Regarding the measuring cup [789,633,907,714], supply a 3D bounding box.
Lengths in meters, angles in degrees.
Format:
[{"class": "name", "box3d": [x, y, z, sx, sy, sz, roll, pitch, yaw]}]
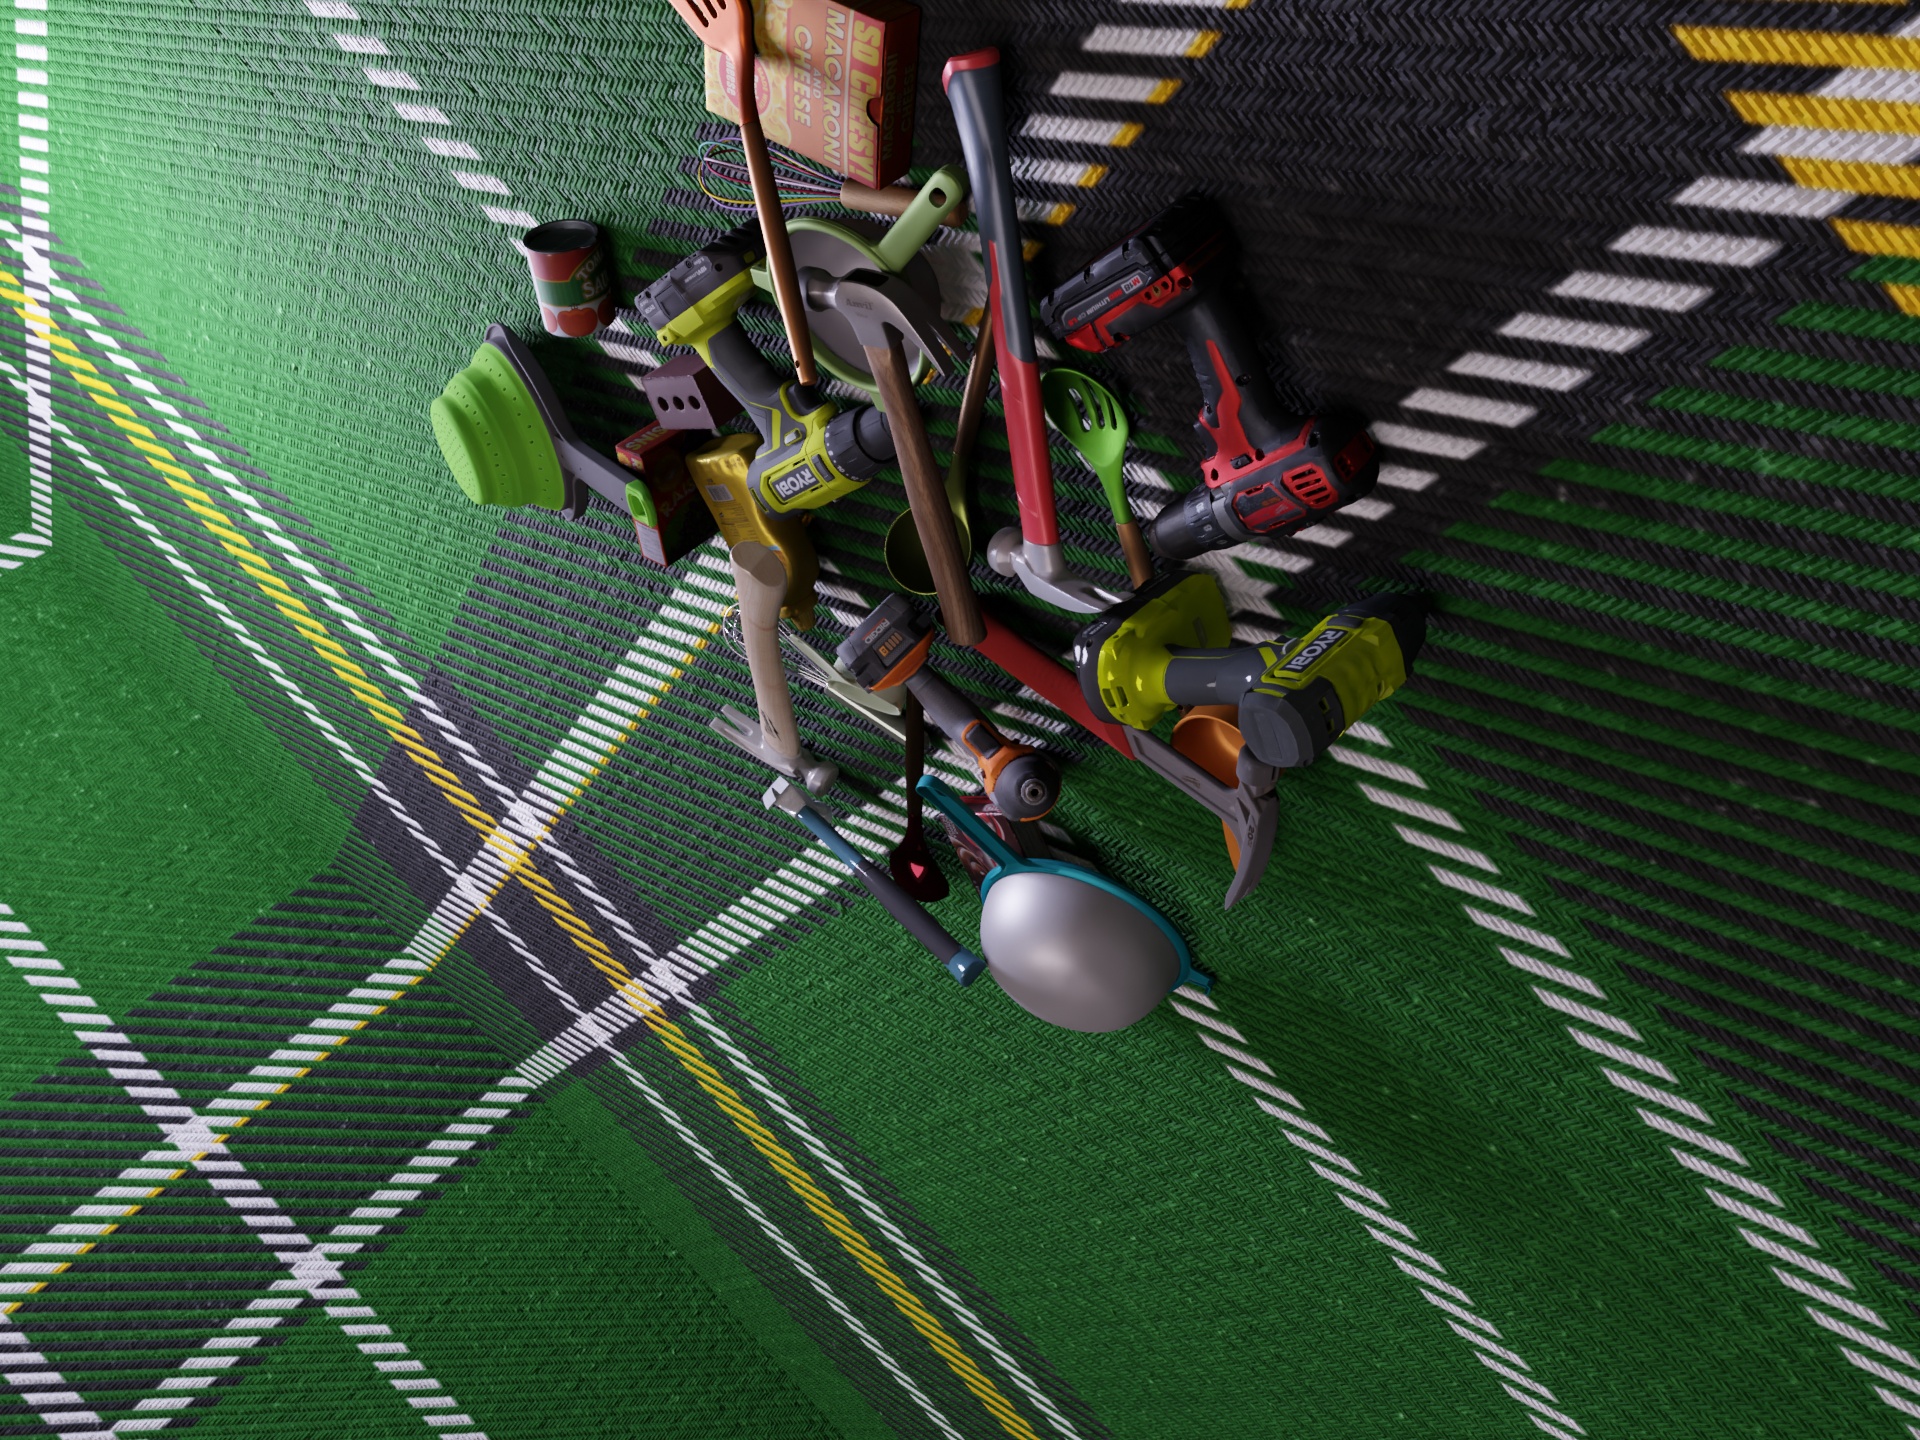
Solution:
[{"class": "measuring cup", "box3d": [-0.103, -0.055, 1.451, 0.083, 0.038, 0.167, 17, 166, 33]}]

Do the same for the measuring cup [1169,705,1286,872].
[{"class": "measuring cup", "box3d": [0.225, 0.053, 1.263, 0.095, 0.052, 0.173, 12, 134, 39]}]

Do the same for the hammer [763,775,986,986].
[{"class": "hammer", "box3d": [-0.086, 0.154, 1.561, 0.331, 0.033, 0.128, 39, 179, 38]}]

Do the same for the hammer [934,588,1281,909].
[{"class": "hammer", "box3d": [0.108, 0.000, 1.278, 0.359, 0.036, 0.149, 37, 140, 35]}]

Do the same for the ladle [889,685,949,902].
[{"class": "ladle", "box3d": [-0.042, 0.068, 1.535, 0.069, 0.031, 0.315, 19, 133, 21]}]

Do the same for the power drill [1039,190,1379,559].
[{"class": "power drill", "box3d": [0.152, -0.213, 1.067, 0.226, 0.080, 0.188, 53, 145, -13]}]

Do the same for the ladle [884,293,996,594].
[{"class": "ladle", "box3d": [-0.001, -0.224, 1.230, 0.078, 0.062, 0.320, 33, 140, 15]}]

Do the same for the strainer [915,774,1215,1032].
[{"class": "strainer", "box3d": [0.061, 0.186, 1.447, 0.211, 0.095, 0.340, -13, 130, 46]}]

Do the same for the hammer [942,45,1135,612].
[{"class": "hammer", "box3d": [0.047, -0.260, 1.104, 0.143, 0.038, 0.386, 32, 140, 49]}]

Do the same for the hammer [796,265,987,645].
[{"class": "hammer", "box3d": [-0.028, -0.187, 1.204, 0.130, 0.031, 0.331, 19, 142, 34]}]

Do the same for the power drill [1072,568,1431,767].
[{"class": "power drill", "box3d": [0.203, -0.046, 1.107, 0.223, 0.171, 0.080, 12, 132, 51]}]

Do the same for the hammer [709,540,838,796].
[{"class": "hammer", "box3d": [-0.191, -0.053, 1.508, 0.146, 0.038, 0.410, 31, 157, 12]}]

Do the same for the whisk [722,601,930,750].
[{"class": "whisk", "box3d": [-0.132, -0.040, 1.551, 0.246, 0.058, 0.059, 33, 112, 12]}]

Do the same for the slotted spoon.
[{"class": "slotted spoon", "box3d": [0.131, -0.131, 1.207, 0.070, 0.031, 0.313, 8, 131, 43]}]

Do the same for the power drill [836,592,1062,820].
[{"class": "power drill", "box3d": [-0.002, -0.004, 1.357, 0.226, 0.084, 0.164, 46, 179, -6]}]

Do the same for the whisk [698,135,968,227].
[{"class": "whisk", "box3d": [-0.100, -0.400, 1.181, 0.245, 0.047, 0.051, 20, 148, 27]}]

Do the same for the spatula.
[{"class": "spatula", "box3d": [-0.149, -0.392, 1.113, 0.081, 0.041, 0.322, -13, 90, 52]}]

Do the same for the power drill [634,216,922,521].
[{"class": "power drill", "box3d": [-0.145, -0.286, 1.304, 0.190, 0.080, 0.228, -17, 113, 46]}]

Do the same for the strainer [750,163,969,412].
[{"class": "strainer", "box3d": [-0.044, -0.334, 1.135, 0.151, 0.069, 0.256, 45, 152, -9]}]

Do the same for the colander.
[{"class": "colander", "box3d": [-0.409, -0.245, 1.506, 0.397, 0.094, 0.204, 35, 145, 46]}]
